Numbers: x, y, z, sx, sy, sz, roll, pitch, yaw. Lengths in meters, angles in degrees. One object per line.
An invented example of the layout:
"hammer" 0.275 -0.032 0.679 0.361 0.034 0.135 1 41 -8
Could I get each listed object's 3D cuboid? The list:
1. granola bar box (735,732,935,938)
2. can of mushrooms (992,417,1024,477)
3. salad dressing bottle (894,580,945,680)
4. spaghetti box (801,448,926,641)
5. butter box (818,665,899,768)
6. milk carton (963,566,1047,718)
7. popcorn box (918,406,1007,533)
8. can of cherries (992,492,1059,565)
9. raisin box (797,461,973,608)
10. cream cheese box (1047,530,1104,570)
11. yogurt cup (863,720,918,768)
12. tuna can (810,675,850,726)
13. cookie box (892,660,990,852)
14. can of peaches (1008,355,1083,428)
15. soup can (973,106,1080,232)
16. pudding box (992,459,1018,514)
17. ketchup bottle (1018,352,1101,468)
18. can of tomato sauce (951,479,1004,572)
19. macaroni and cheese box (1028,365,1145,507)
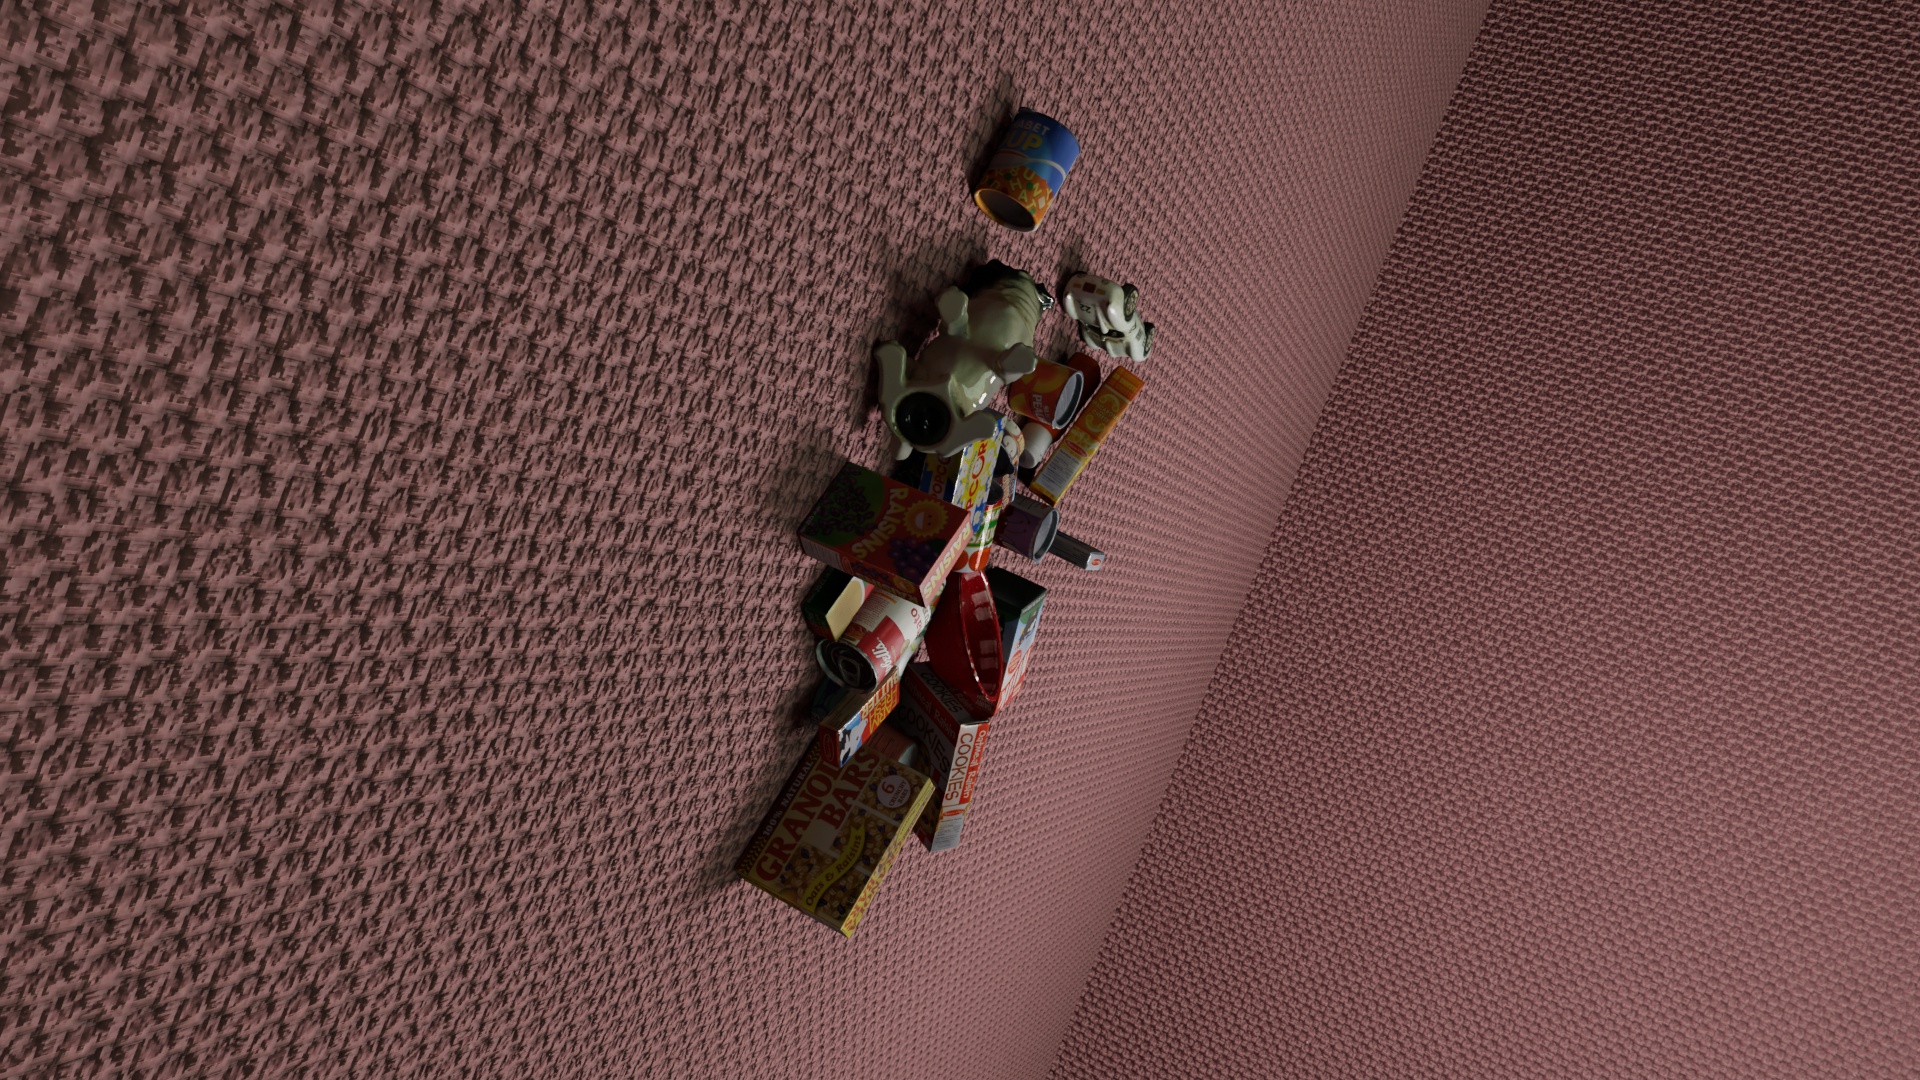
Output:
"granola bar box" -0.119 0.276 1.335 0.166 0.124 0.039 -59 158 -21
"can of mushrooms" 0.031 -0.096 1.390 0.034 0.071 0.070 -54 156 -34
"salad dressing bottle" -0.062 0.097 1.402 0.147 0.044 0.064 -68 158 3
"spaghetti box" -0.065 -0.018 1.296 0.251 0.029 0.050 -56 157 -26
"butter box" -0.095 0.163 1.321 0.104 0.024 0.052 -47 150 -41
"milk carton" 0.036 0.136 1.642 0.072 0.073 0.189 -34 142 -56
"popcorn box" -0.003 -0.059 1.305 0.085 0.038 0.126 -30 138 -57
"can of cherries" 0.072 -0.014 1.595 0.072 0.058 0.071 -52 156 -36
"raisin box" -0.063 -0.005 1.180 0.086 0.123 0.040 -56 157 -26
"cream cheese box" 0.117 0.004 1.658 0.024 0.104 0.053 -66 159 7
"yogurt cup" -0.081 0.229 1.480 0.073 0.054 0.072 -51 154 -37
"tuna can" -0.116 0.158 1.349 0.071 0.033 0.070 -51 154 -37
"cookie box" -0.030 0.233 1.509 0.040 0.123 0.166 -3 119 -32
"can of peaches" 0.091 -0.159 1.490 0.071 0.058 0.071 -51 155 -35
"soup can" 0.056 -0.326 1.224 0.084 0.071 0.071 -62 159 -12
"pudding box" 0.038 -0.068 1.494 0.050 0.030 0.083 -46 151 -45
"ketchup bottle" 0.106 -0.143 1.562 0.149 0.043 0.064 -54 164 -30
"can of tomato sauce" 0.005 -0.018 1.410 0.071 0.071 0.082 -34 143 -55
"macaroni and cheese box" 0.142 -0.117 1.590 0.166 0.040 0.123 -54 178 0
